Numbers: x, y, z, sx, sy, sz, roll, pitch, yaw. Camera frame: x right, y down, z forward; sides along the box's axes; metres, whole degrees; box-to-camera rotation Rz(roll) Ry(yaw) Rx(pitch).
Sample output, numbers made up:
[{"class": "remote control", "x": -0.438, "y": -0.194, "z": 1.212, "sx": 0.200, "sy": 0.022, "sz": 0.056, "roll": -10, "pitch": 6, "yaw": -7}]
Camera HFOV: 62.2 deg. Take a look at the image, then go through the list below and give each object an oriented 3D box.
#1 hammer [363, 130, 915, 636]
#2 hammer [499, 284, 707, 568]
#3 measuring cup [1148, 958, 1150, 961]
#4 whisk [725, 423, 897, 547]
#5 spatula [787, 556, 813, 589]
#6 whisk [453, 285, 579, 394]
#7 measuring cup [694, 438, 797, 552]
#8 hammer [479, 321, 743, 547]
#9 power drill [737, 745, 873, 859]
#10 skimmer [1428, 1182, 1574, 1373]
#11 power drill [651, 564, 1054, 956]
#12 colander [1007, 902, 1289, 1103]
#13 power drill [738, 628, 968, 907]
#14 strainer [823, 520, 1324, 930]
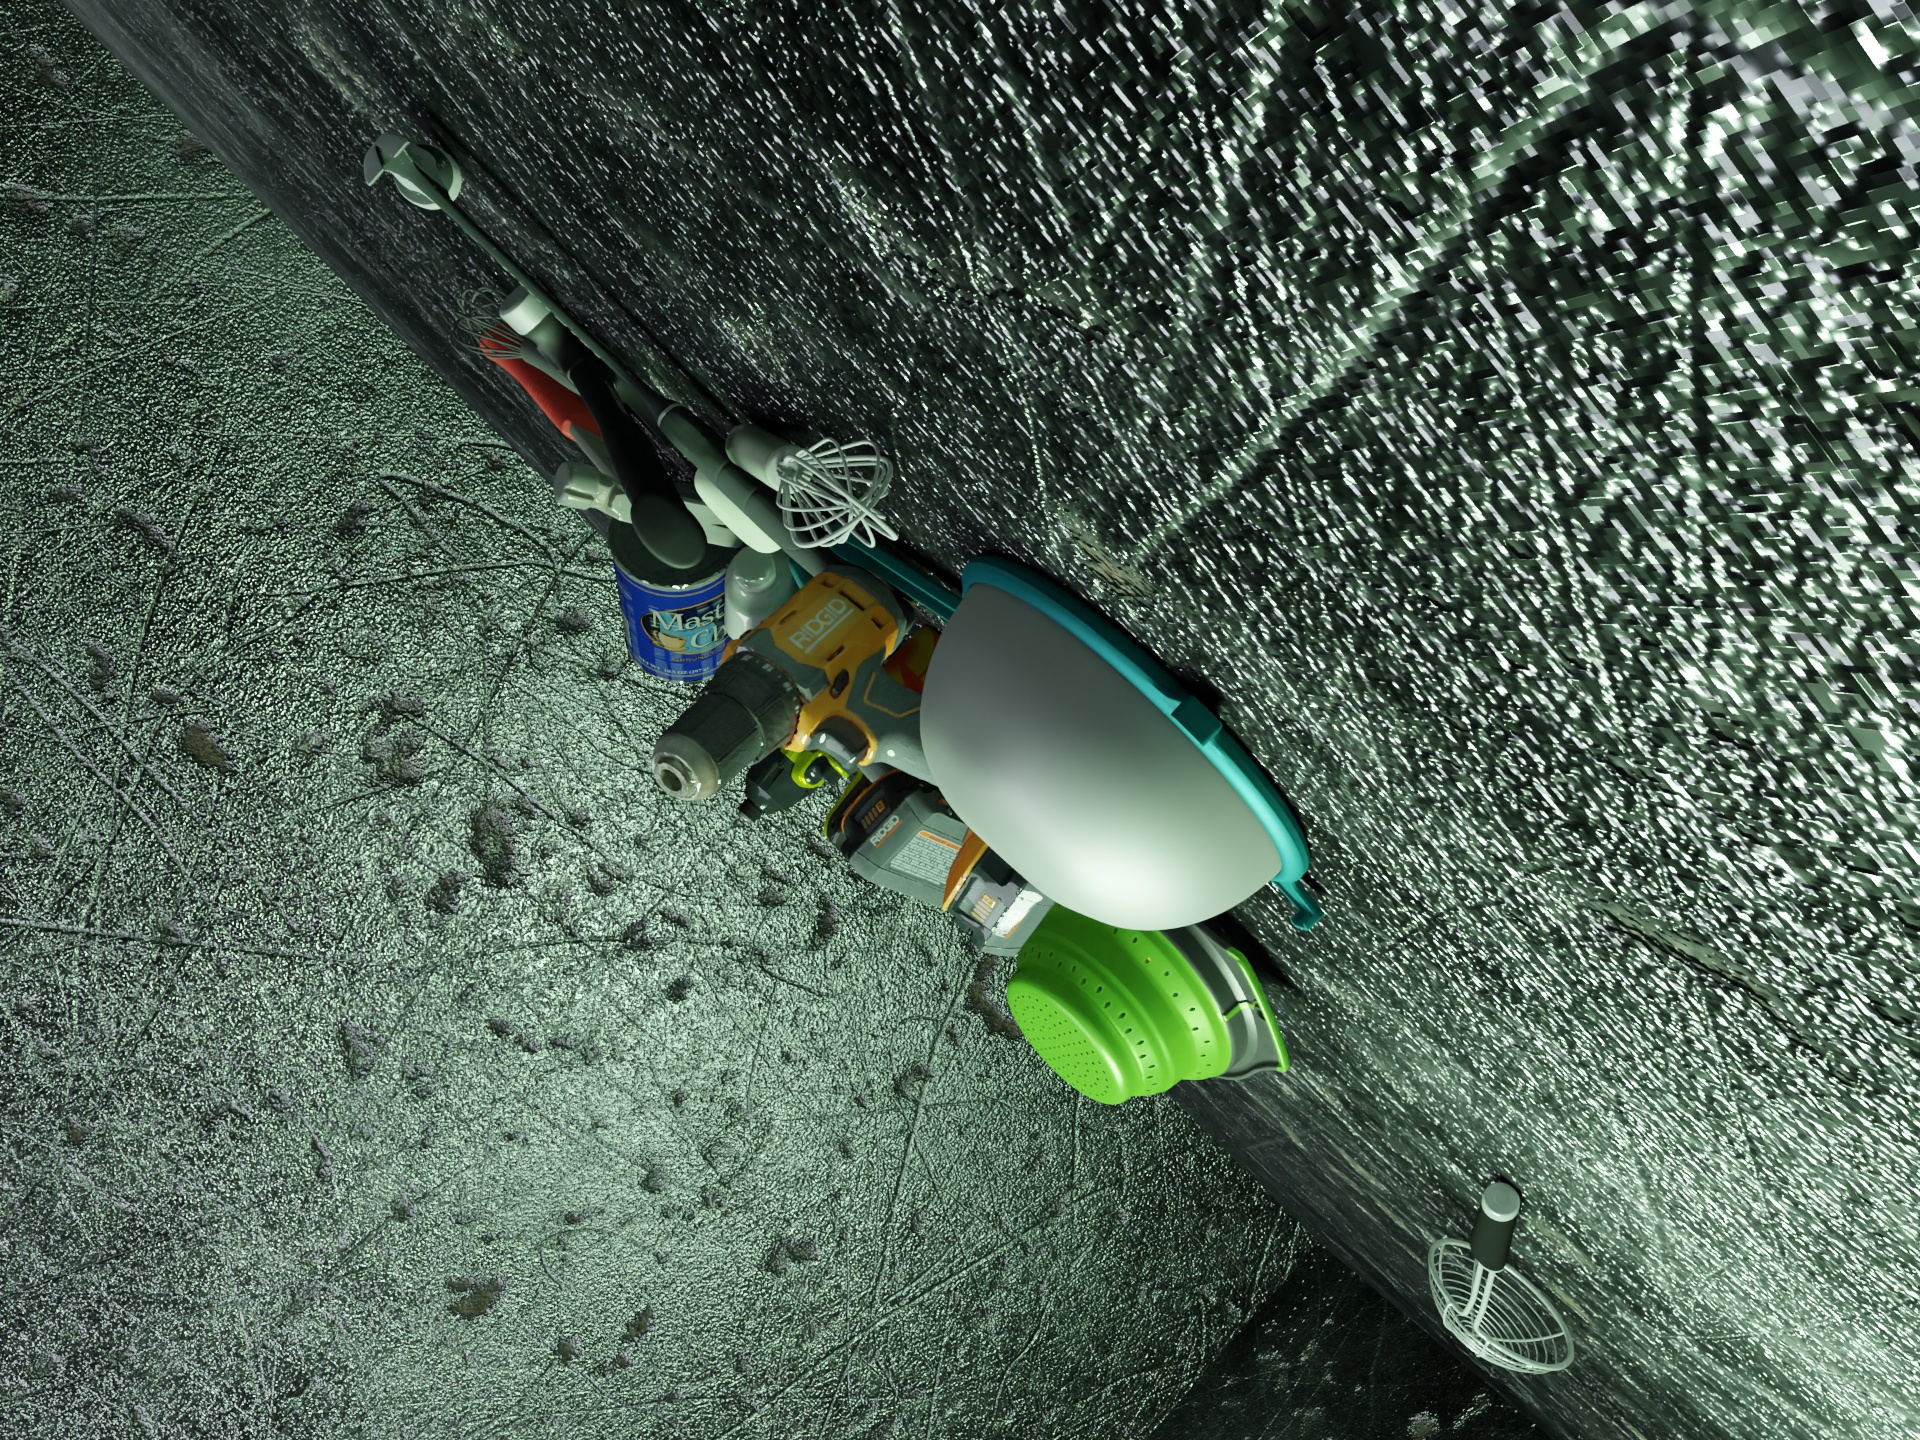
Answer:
[{"class": "hammer", "x": -0.181, "y": -0.191, "z": 0.931, "sx": 0.408, "sy": 0.036, "sz": 0.149, "roll": 43, "pitch": -175, "yaw": -11}, {"class": "hammer", "x": -0.208, "y": -0.173, "z": 0.999, "sx": 0.146, "sy": 0.035, "sz": 0.335, "roll": 46, "pitch": -175, "yaw": -36}, {"class": "measuring cup", "x": 0.130, "y": 0.190, "z": 1.393, "sx": 0.095, "sy": 0.052, "sz": 0.173, "roll": 42, "pitch": 174, "yaw": 12}, {"class": "whisk", "x": -0.083, "y": -0.124, "z": 0.795, "sx": 0.059, "sy": 0.058, "sz": 0.246, "roll": 37, "pitch": -179, "yaw": -25}, {"class": "spatula", "x": -0.002, "y": -0.004, "z": 1.112, "sx": 0.317, "sy": 0.044, "sz": 0.082, "roll": 37, "pitch": -175, "yaw": 9}, {"class": "whisk", "x": -0.326, "y": -0.287, "z": 1.226, "sx": 0.239, "sy": 0.055, "sz": 0.055, "roll": 32, "pitch": 167, "yaw": 38}, {"class": "measuring cup", "x": -0.115, "y": -0.113, "z": 1.053, "sx": 0.167, "sy": 0.038, "sz": 0.083, "roll": 51, "pitch": 170, "yaw": -35}, {"class": "hammer", "x": -0.297, "y": -0.236, "z": 1.256, "sx": 0.149, "sy": 0.036, "sz": 0.359, "roll": 10, "pitch": -156, "yaw": -38}, {"class": "power drill", "x": -0.093, "y": 0.044, "z": 1.340, "sx": 0.080, "sy": 0.171, "sz": 0.223, "roll": 47, "pitch": 169, "yaw": -32}, {"class": "skimmer", "x": 0.394, "y": 0.382, "z": 1.140, "sx": 0.127, "sy": 0.090, "sz": 0.362, "roll": 43, "pitch": 164, "yaw": 34}, {"class": "power drill", "x": -0.038, "y": 0.028, "z": 0.859, "sx": 0.226, "sy": 0.185, "sz": 0.084, "roll": 37, "pitch": 136, "yaw": 7}, {"class": "colander", "x": 0.052, "y": 0.176, "z": 1.143, "sx": 0.397, "sy": 0.094, "sz": 0.204, "roll": 16, "pitch": 139, "yaw": 53}, {"class": "power drill", "x": -0.070, "y": 0.021, "z": 1.141, "sx": 0.164, "sy": 0.084, "sz": 0.227, "roll": 28, "pitch": -159, "yaw": -48}, {"class": "strainer", "x": 0.012, "y": 0.000, "z": 0.776, "sx": 0.341, "sy": 0.095, "sz": 0.210, "roll": 36, "pitch": 170, "yaw": 40}]
